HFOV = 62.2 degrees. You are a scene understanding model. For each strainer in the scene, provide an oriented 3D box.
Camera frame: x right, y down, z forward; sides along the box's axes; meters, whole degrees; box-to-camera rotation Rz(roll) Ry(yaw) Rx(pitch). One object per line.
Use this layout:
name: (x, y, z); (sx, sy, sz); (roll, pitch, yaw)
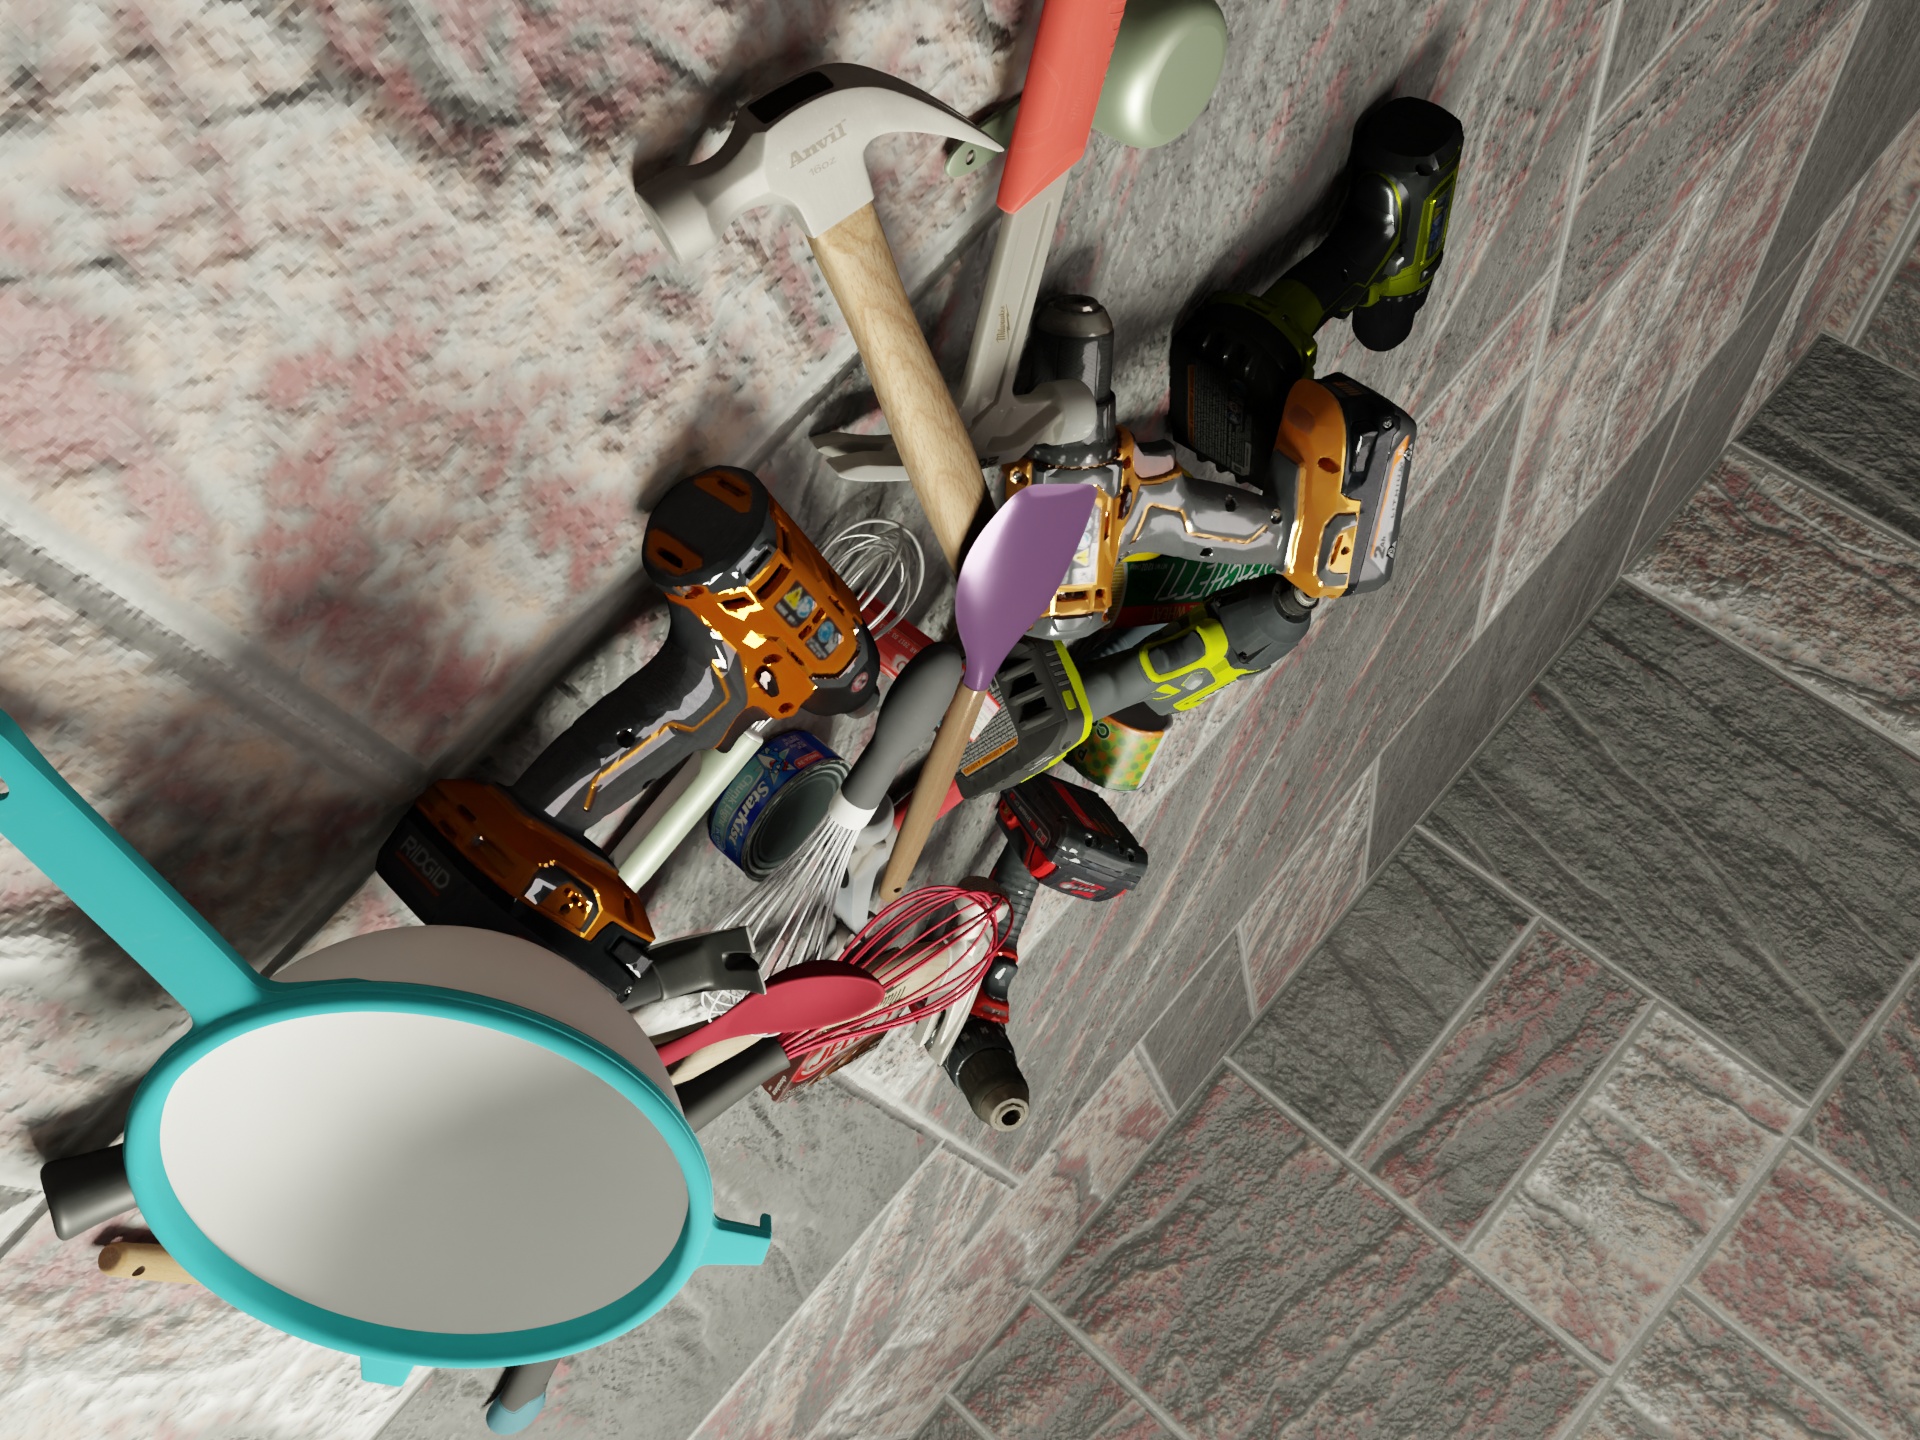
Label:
strainer: (-0.227, 0.104, 0.586); (0.211, 0.095, 0.340); (-23, 121, 14)

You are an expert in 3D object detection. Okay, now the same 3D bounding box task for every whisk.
whisk: (-0.106, -0.003, 0.810); (0.059, 0.058, 0.246); (38, 93, -33)
whisk: (-0.090, 0.182, 0.933); (0.296, 0.073, 0.073); (-31, 151, -21)
whisk: (-0.071, 0.067, 0.842); (0.070, 0.070, 0.284); (-18, 146, -53)

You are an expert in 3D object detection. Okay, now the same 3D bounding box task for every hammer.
hammer: (0.034, -0.259, 0.659); (0.149, 0.037, 0.358); (-15, 139, -31)
hammer: (-0.016, -0.137, 0.693); (0.130, 0.031, 0.331); (-35, 146, -5)
hammer: (-0.240, 0.156, 0.731); (0.146, 0.035, 0.334); (-17, 179, 45)
hammer: (-0.249, 0.366, 1.085); (0.128, 0.033, 0.331); (-11, 134, -58)
hammer: (-0.131, 0.199, 0.984); (0.410, 0.038, 0.146); (-9, 127, -47)
hammer: (0.053, 0.006, 1.116); (0.386, 0.038, 0.143); (-37, 154, -31)

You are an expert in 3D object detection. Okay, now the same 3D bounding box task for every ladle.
ladle: (-0.189, 0.188, 0.816); (0.315, 0.031, 0.069); (-21, 149, -13)

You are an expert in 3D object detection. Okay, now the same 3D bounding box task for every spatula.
spatula: (-0.001, -0.003, 0.835); (0.059, 0.018, 0.315); (-6, 140, -26)

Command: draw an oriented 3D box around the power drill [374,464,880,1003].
power drill: (-0.129, 0.017, 0.713); (0.226, 0.084, 0.164); (-51, 144, -8)

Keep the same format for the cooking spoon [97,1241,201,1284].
cooking spoon: (-0.336, 0.289, 0.829); (0.069, 0.017, 0.318); (-49, 157, -9)

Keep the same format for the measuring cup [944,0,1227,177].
measuring cup: (0.061, -0.277, 0.716); (0.167, 0.038, 0.083); (-41, 155, -27)

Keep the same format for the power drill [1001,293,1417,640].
power drill: (0.132, -0.145, 0.879); (0.226, 0.084, 0.185); (-7, 120, -15)

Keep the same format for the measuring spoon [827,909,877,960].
measuring spoon: (-0.106, 0.174, 1.103); (0.124, 0.018, 0.034); (-46, 163, 2)

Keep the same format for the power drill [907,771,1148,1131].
power drill: (0.043, 0.168, 1.164); (0.080, 0.188, 0.226); (21, 107, -28)

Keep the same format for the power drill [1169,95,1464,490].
power drill: (0.234, -0.258, 1.022); (0.228, 0.080, 0.190); (-48, 156, -17)

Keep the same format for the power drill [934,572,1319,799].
power drill: (0.104, -0.031, 0.985); (0.223, 0.080, 0.171); (-19, 172, -29)
